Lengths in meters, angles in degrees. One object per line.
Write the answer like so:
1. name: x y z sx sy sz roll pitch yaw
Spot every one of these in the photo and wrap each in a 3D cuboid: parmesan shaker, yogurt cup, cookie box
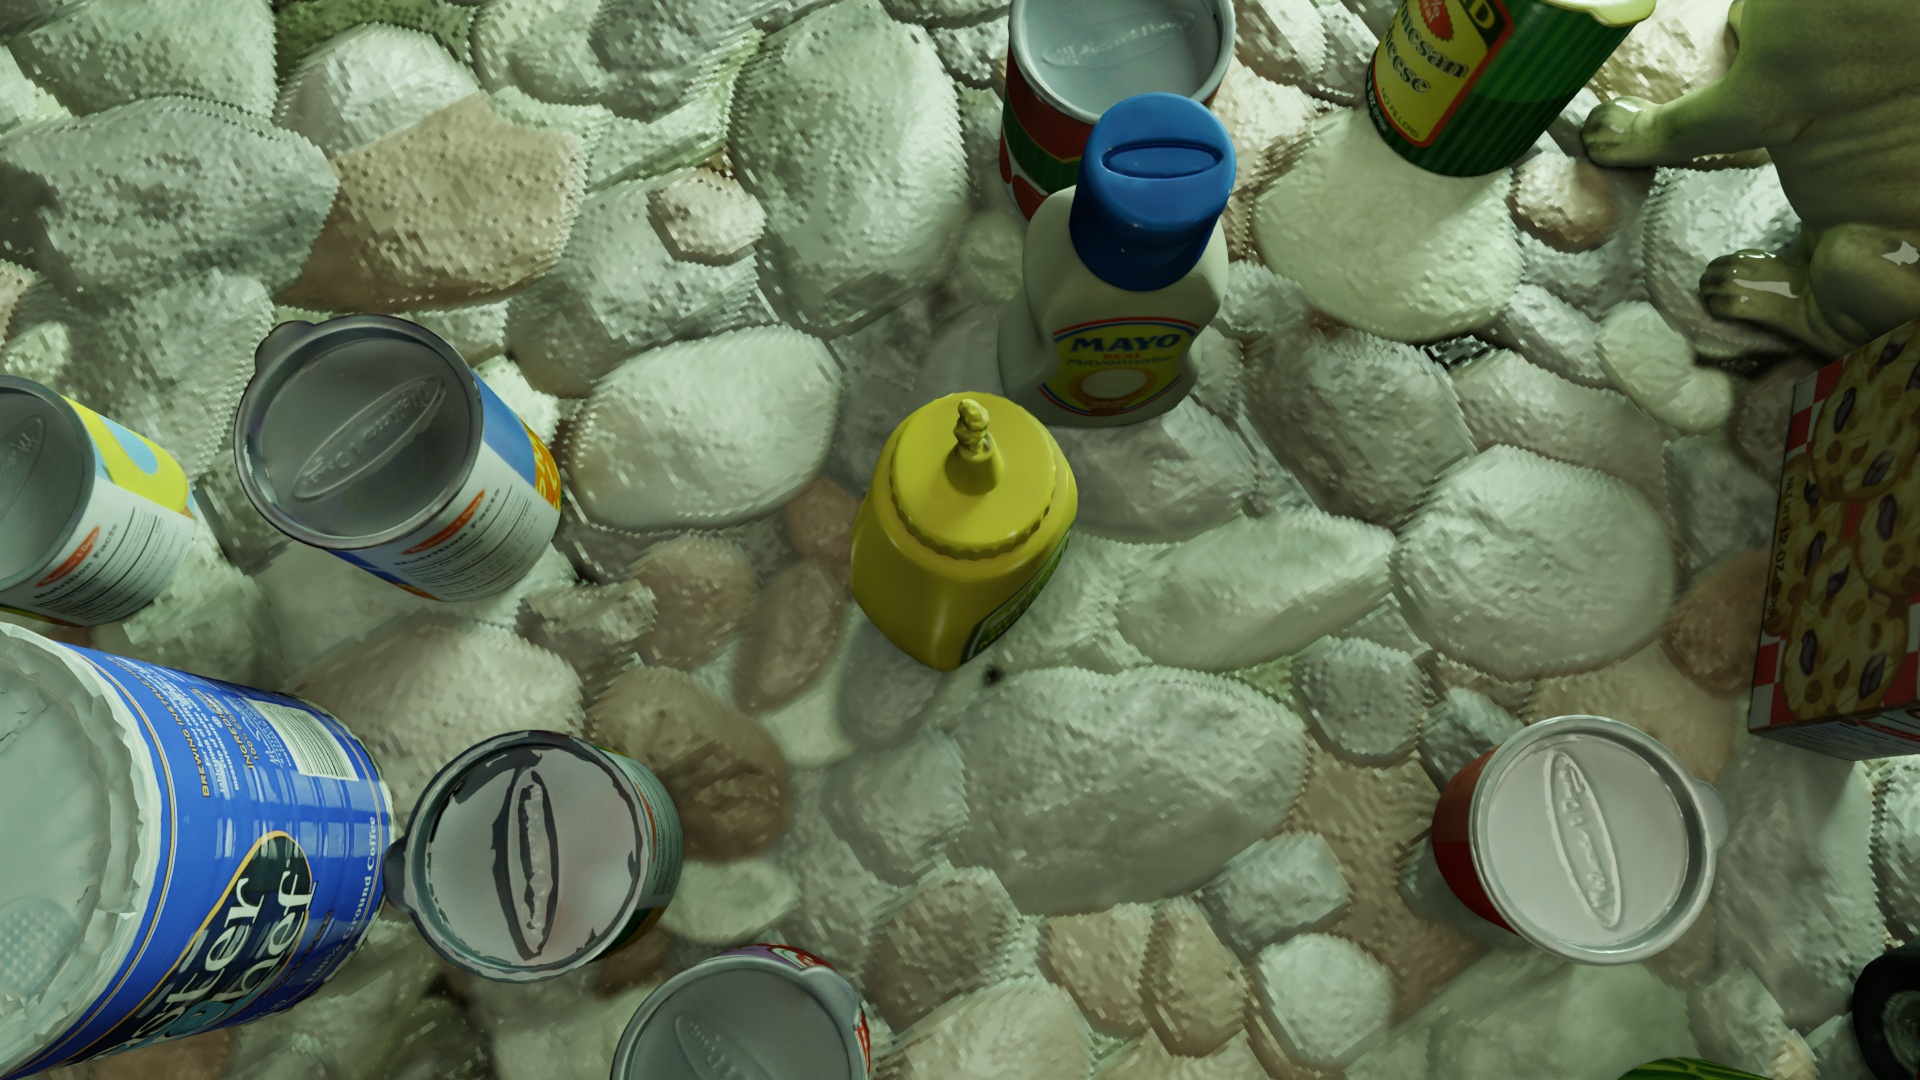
1. parmesan shaker: 0.175 -0.165 0.440 0.071 0.103 0.071 0 77 -1
2. yogurt cup: 0.174 0.087 0.406 0.072 0.054 0.072 0 77 -1
3. cookie box: 0.283 -0.010 0.373 0.040 0.167 0.123 15 77 3

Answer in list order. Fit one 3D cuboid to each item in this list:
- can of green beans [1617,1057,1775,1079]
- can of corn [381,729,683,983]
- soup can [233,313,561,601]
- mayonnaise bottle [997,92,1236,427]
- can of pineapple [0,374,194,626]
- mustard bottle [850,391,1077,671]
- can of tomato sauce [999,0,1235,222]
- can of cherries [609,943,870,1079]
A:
1. can of green beans: 0.216 0.181 0.383 0.071 0.057 0.071 0 77 -1
2. can of corn: -0.119 0.090 0.398 0.071 0.058 0.071 0 77 -1
3. soup can: -0.163 -0.023 0.410 0.071 0.083 0.071 0 77 -1
4. mayonnaise bottle: 0.045 -0.072 0.393 0.065 0.147 0.041 -3 77 -2
5. can of pineapple: -0.279 -0.011 0.419 0.071 0.057 0.071 0 77 -1
6. mustard bottle: 0.001 -0.005 0.370 0.049 0.160 0.065 41 80 8
7. can of tomato sauce: 0.047 -0.139 0.442 0.071 0.083 0.071 0 77 -1
8. can of cherries: -0.056 0.146 0.386 0.071 0.058 0.071 0 77 -1
